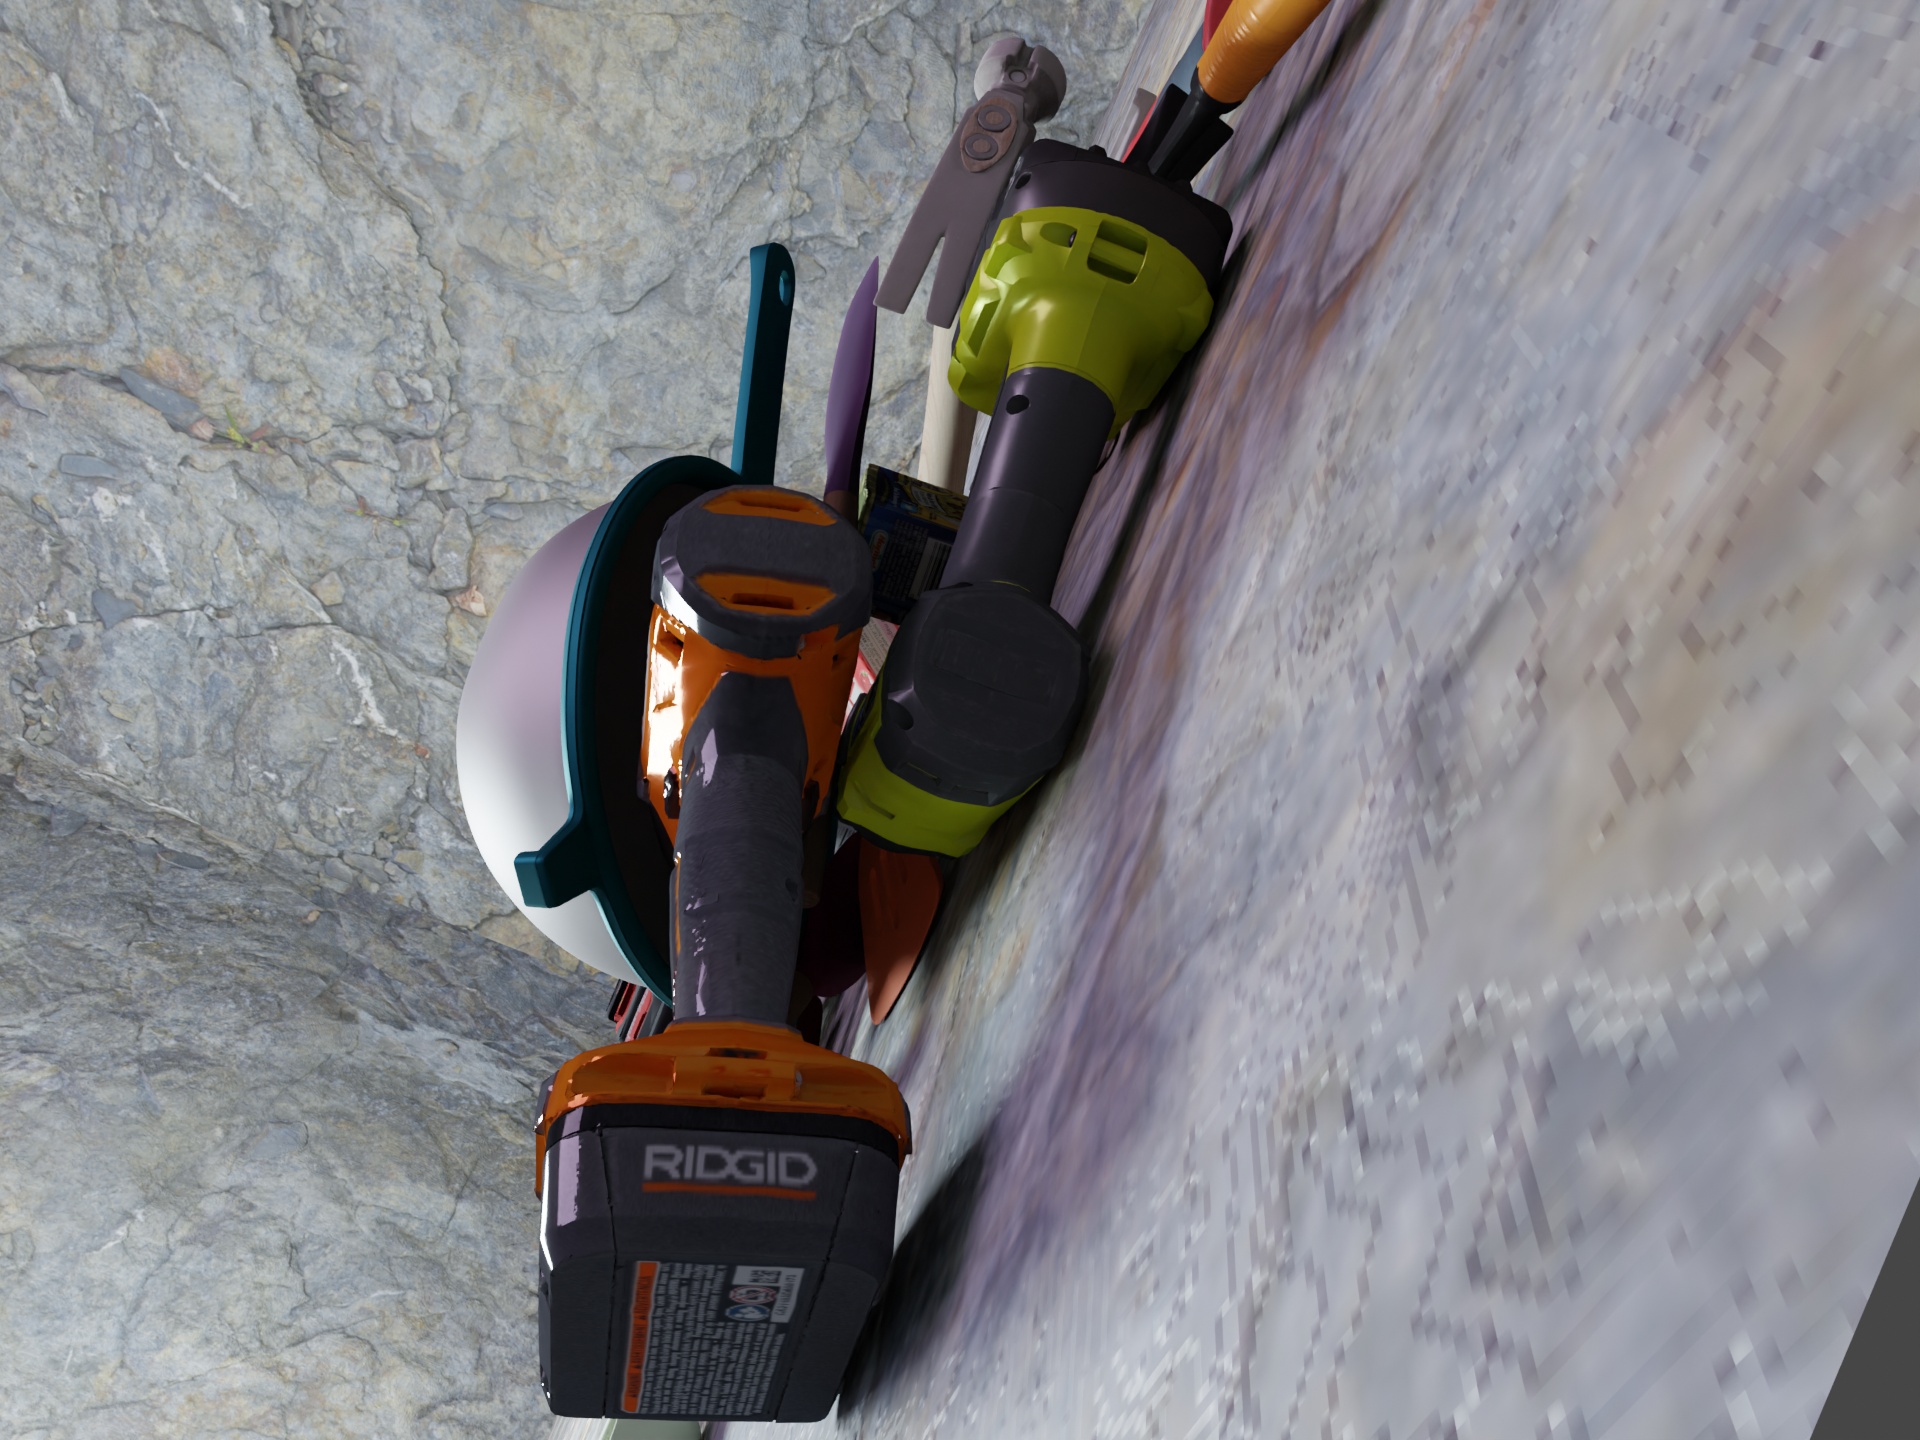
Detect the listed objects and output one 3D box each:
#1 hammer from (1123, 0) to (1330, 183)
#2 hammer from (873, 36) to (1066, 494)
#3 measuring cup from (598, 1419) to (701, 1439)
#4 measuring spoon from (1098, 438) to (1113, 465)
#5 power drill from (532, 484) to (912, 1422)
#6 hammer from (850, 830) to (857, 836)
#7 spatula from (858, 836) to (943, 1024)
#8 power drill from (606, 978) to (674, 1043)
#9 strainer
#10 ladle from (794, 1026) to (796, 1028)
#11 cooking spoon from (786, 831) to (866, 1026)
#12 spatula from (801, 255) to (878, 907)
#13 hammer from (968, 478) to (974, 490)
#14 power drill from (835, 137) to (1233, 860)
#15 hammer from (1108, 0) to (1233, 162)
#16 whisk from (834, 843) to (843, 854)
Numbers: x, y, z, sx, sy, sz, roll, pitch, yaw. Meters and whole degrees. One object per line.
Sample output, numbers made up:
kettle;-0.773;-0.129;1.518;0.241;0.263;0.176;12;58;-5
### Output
hammer;0.098;-0.225;0.519;0.127;0.034;0.337;-55;6;-10
hammer;-0.010;-0.137;0.817;0.410;0.038;0.146;100;-170;-64
measuring cup;-0.130;0.298;0.663;0.167;0.038;0.083;-119;52;-86
measuring spoon;0.050;-0.119;0.706;0.124;0.018;0.034;-152;85;-84
power drill;-0.065;0.067;0.444;0.164;0.084;0.227;106;165;-48
hammer;-0.076;0.123;0.862;0.334;0.035;0.146;119;171;-47
spatula;-0.001;-0.002;0.721;0.323;0.041;0.081;-68;2;-53
power drill;-0.144;0.134;0.909;0.227;0.080;0.188;-167;99;-81
strainer;-0.124;-0.049;0.639;0.210;0.095;0.341;53;-144;-59
ladle;-0.081;0.099;0.759;0.069;0.031;0.316;-42;31;34
cooking spoon;-0.069;0.109;0.584;0.319;0.017;0.068;-44;-44;-69
spatula;-0.050;-0.067;0.633;0.059;0.018;0.316;128;151;-48
hammer;0.052;-0.181;0.858;0.331;0.033;0.128;-124;58;-83
power drill;0.015;-0.065;0.546;0.171;0.080;0.223;127;161;-69
hammer;0.111;-0.318;0.824;0.386;0.038;0.143;-151;85;-85
whisk;-0.095;0.138;0.660;0.239;0.055;0.055;-58;-1;-35
